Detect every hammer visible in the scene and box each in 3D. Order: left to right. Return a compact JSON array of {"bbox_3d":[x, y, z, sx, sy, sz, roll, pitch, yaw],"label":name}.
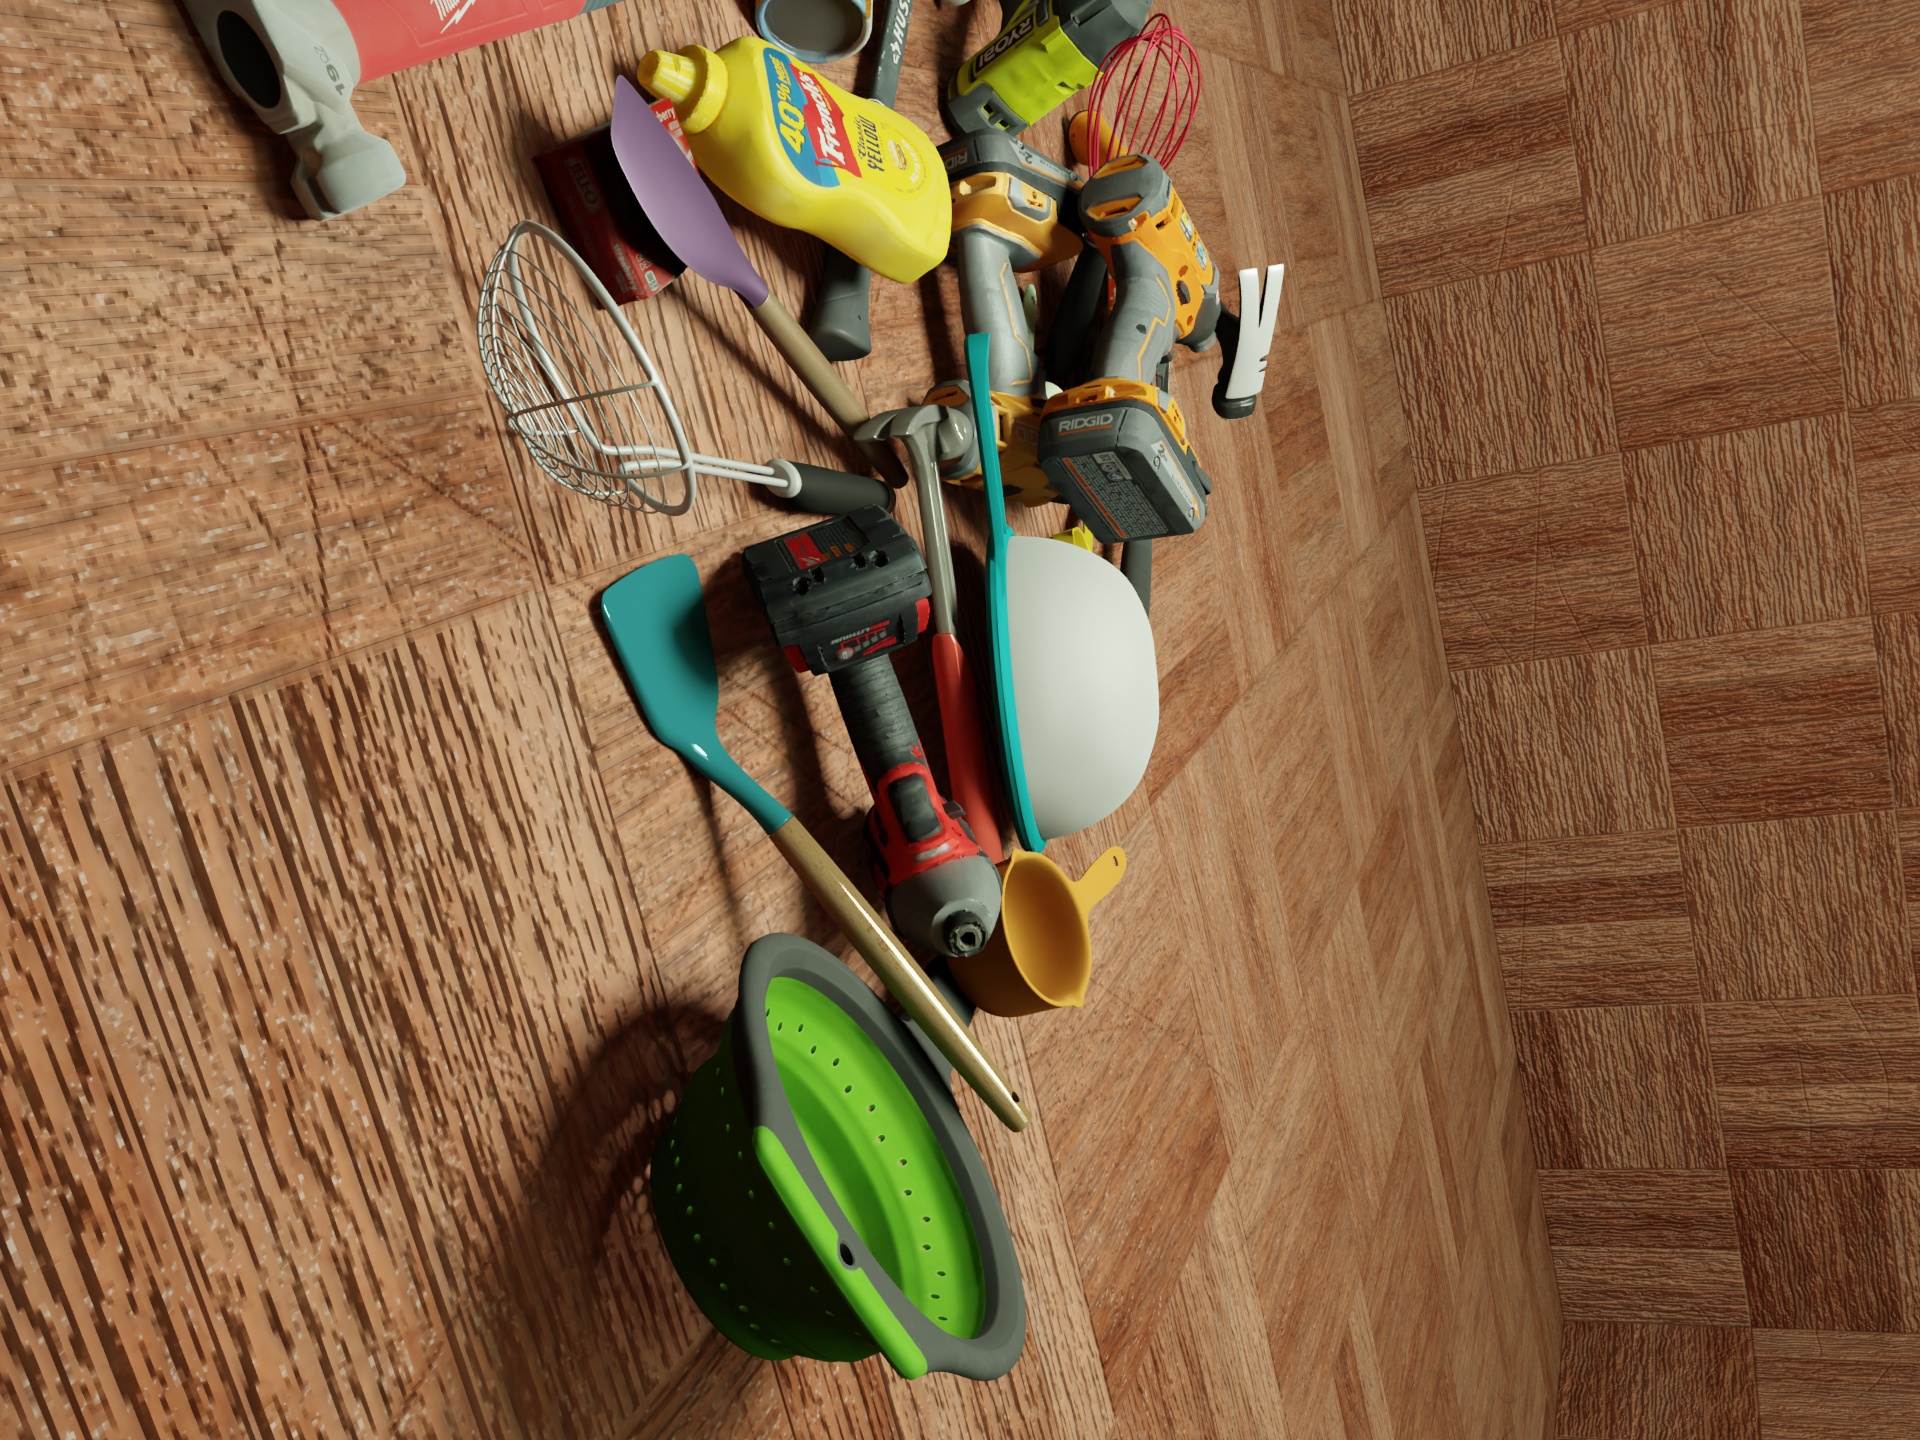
[{"bbox_3d":[-0.186,-0.336,0.687,0.143,0.038,0.386,68,29,-24],"label":"hammer"},{"bbox_3d":[-0.051,-0.388,0.986,0.149,0.036,0.409,46,44,-50],"label":"hammer"},{"bbox_3d":[-0.001,-0.003,0.932,0.149,0.037,0.359,-43,127,-71],"label":"hammer"},{"bbox_3d":[0.146,-0.165,1.297,0.146,0.035,0.335,73,22,-74],"label":"hammer"},{"bbox_3d":[0.157,-0.385,1.238,0.127,0.034,0.337,93,-20,-50],"label":"hammer"}]

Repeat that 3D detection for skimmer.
[{"bbox_3d":[-0.096,-0.141,0.755,0.127,0.090,0.363,49,19,14],"label":"skimmer"}]

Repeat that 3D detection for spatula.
[{"bbox_3d":[-0.092,-0.199,0.808,0.315,0.018,0.060,45,39,-60],"label":"spatula"},{"bbox_3d":[-0.062,0.065,0.745,0.317,0.044,0.082,51,27,-3],"label":"spatula"}]

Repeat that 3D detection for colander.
[{"bbox_3d":[-0.055,0.191,0.757,0.204,0.094,0.397,57,9,-2],"label":"colander"}]

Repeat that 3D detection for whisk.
[{"bbox_3d":[0.103,-0.355,1.119,0.295,0.073,0.073,109,-3,-51],"label":"whisk"}]

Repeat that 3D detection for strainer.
[{"bbox_3d":[0.067,-0.076,0.968,0.211,0.095,0.340,-84,167,-55],"label":"strainer"}]

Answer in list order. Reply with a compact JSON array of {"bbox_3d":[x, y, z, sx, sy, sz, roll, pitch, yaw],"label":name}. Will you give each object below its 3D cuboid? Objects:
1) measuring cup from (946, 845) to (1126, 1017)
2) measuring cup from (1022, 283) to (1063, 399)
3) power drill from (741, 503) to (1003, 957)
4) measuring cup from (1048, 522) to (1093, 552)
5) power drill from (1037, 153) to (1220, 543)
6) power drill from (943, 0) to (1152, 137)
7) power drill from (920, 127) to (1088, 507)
[{"bbox_3d":[0.047,0.112,0.928,0.173,0.052,0.095,-30,98,-60],"label":"measuring cup"},{"bbox_3d":[0.062,-0.252,1.172,0.083,0.038,0.168,34,55,-57],"label":"measuring cup"},{"bbox_3d":[-0.035,0.013,0.799,0.143,0.078,0.219,-126,-163,-68],"label":"power drill"},{"bbox_3d":[0.085,-0.141,1.217,0.157,0.029,0.062,-82,152,-54],"label":"measuring cup"},{"bbox_3d":[0.124,-0.233,1.047,0.164,0.084,0.227,42,51,-51],"label":"power drill"},{"bbox_3d":[0.071,-0.527,1.125,0.080,0.171,0.223,31,49,-37],"label":"power drill"},{"bbox_3d":[0.045,-0.254,1.065,0.185,0.084,0.226,7,78,-50],"label":"power drill"}]
